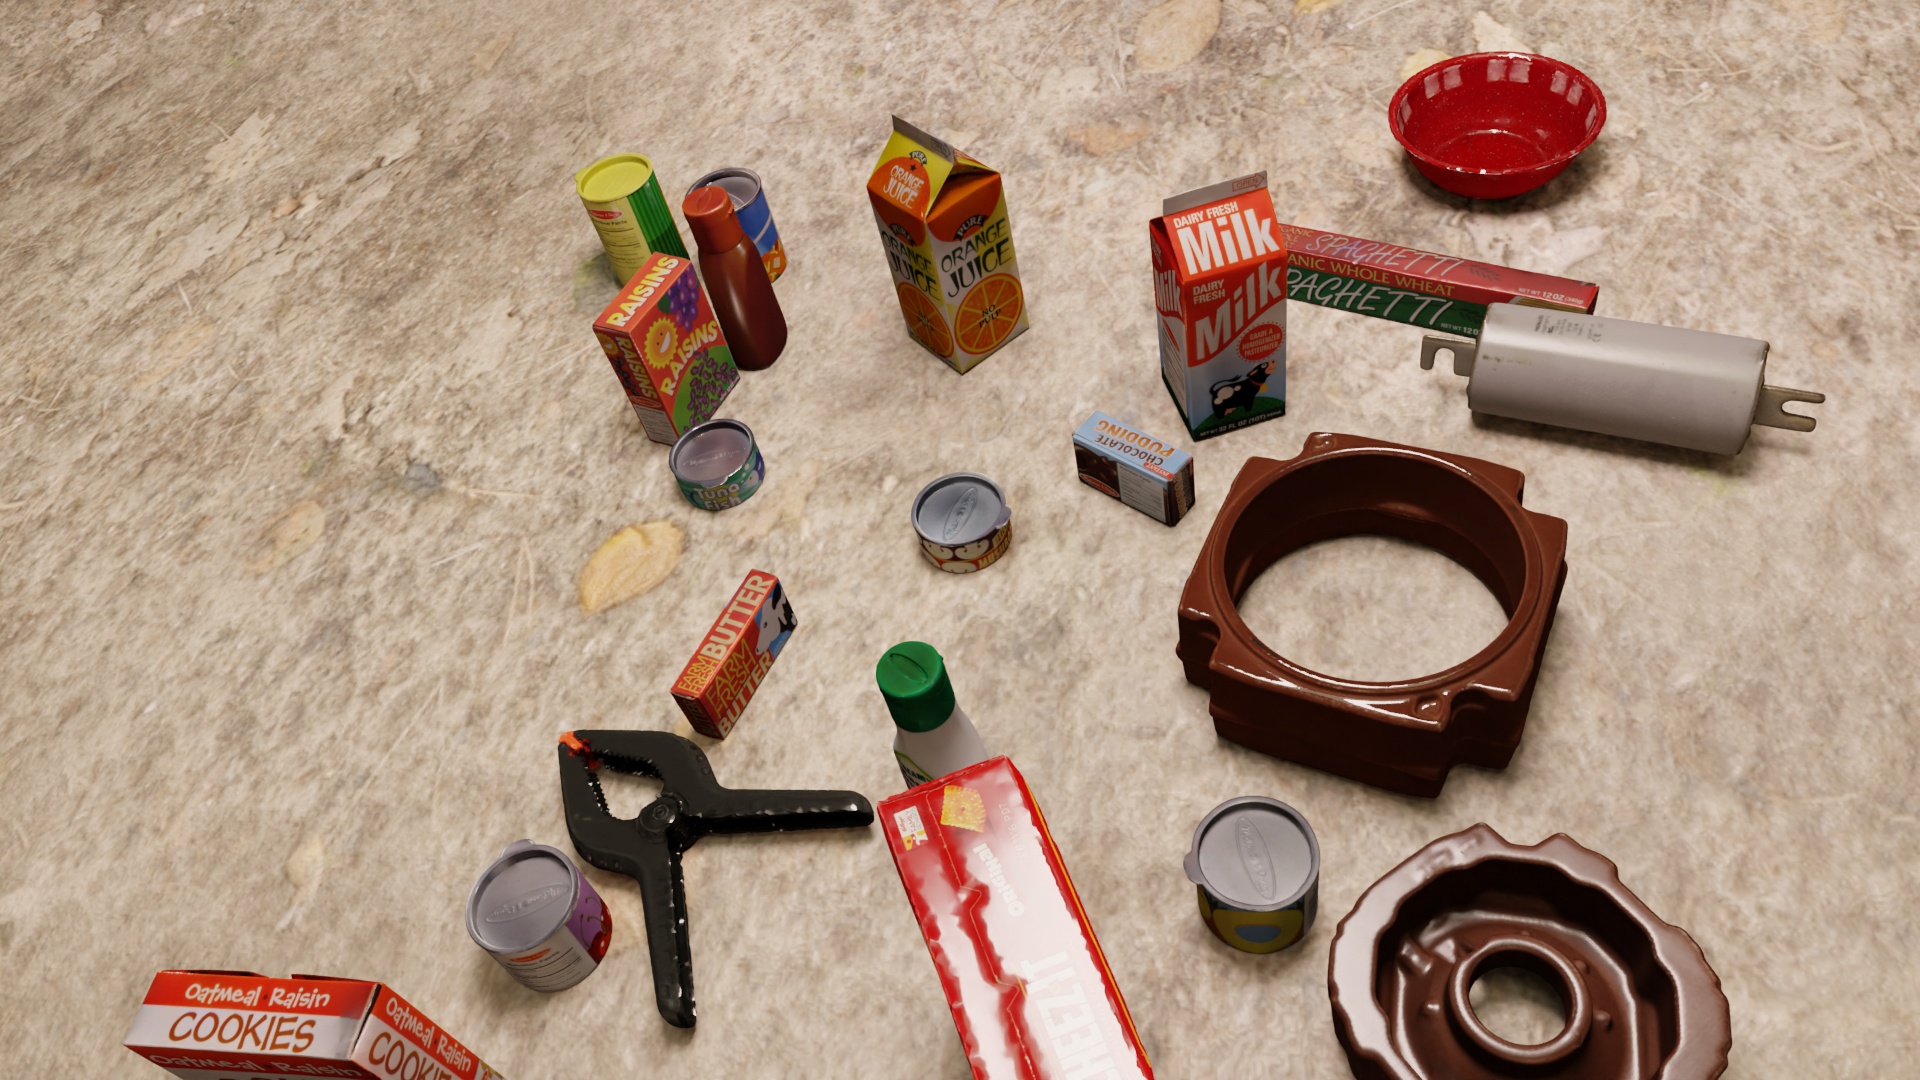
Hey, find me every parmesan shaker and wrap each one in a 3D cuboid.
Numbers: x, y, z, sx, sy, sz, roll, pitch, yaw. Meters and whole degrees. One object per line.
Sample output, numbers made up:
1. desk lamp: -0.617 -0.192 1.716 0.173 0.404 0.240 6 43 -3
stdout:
1. parmesan shaker: -0.282 -0.272 1.198 0.071 0.102 0.072 -7 50 8

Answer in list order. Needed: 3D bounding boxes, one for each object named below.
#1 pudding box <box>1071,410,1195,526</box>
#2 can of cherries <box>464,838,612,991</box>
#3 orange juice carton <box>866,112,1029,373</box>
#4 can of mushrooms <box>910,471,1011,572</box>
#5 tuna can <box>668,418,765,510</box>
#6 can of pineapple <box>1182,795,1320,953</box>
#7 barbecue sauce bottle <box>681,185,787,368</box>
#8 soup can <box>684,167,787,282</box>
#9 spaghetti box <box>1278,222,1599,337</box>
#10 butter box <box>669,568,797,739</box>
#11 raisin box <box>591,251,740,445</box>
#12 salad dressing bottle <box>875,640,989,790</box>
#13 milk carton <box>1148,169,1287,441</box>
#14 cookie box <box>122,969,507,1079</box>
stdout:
1. pudding box: 0.119 -0.050 0.953 0.084 0.049 0.030 30 63 32
2. can of cherries: -0.243 0.217 0.806 0.071 0.058 0.072 -7 50 8
3. orange juice carton: -0.010 -0.226 1.037 0.073 0.191 0.072 -37 52 -17
4. can of mushrooms: 0.003 -0.012 0.958 0.071 0.033 0.071 -6 50 8
5. tuna can: -0.181 -0.055 1.038 0.071 0.032 0.071 -6 50 8
6. can of pineapple: 0.157 0.180 0.746 0.071 0.057 0.071 -7 50 8
7. barbecue sauce bottle: -0.177 -0.207 1.088 0.043 0.147 0.065 0 51 14
8. soup can: -0.192 -0.262 1.181 0.071 0.083 0.072 -7 50 8
9. spaghetti box: 0.330 -0.186 1.018 0.250 0.050 0.029 18 57 26
10. butter box: -0.146 0.074 0.908 0.024 0.053 0.104 15 55 24
11. raisin box: -0.223 -0.144 1.063 0.040 0.122 0.086 16 56 25
12. salad dressing bottle: -0.014 0.112 0.783 0.064 0.147 0.044 32 64 33
13. milk carton: 0.176 -0.164 0.943 0.072 0.189 0.074 -17 49 -1
14. cookie box: -0.315 0.270 0.707 0.123 0.166 0.040 -2 51 12
